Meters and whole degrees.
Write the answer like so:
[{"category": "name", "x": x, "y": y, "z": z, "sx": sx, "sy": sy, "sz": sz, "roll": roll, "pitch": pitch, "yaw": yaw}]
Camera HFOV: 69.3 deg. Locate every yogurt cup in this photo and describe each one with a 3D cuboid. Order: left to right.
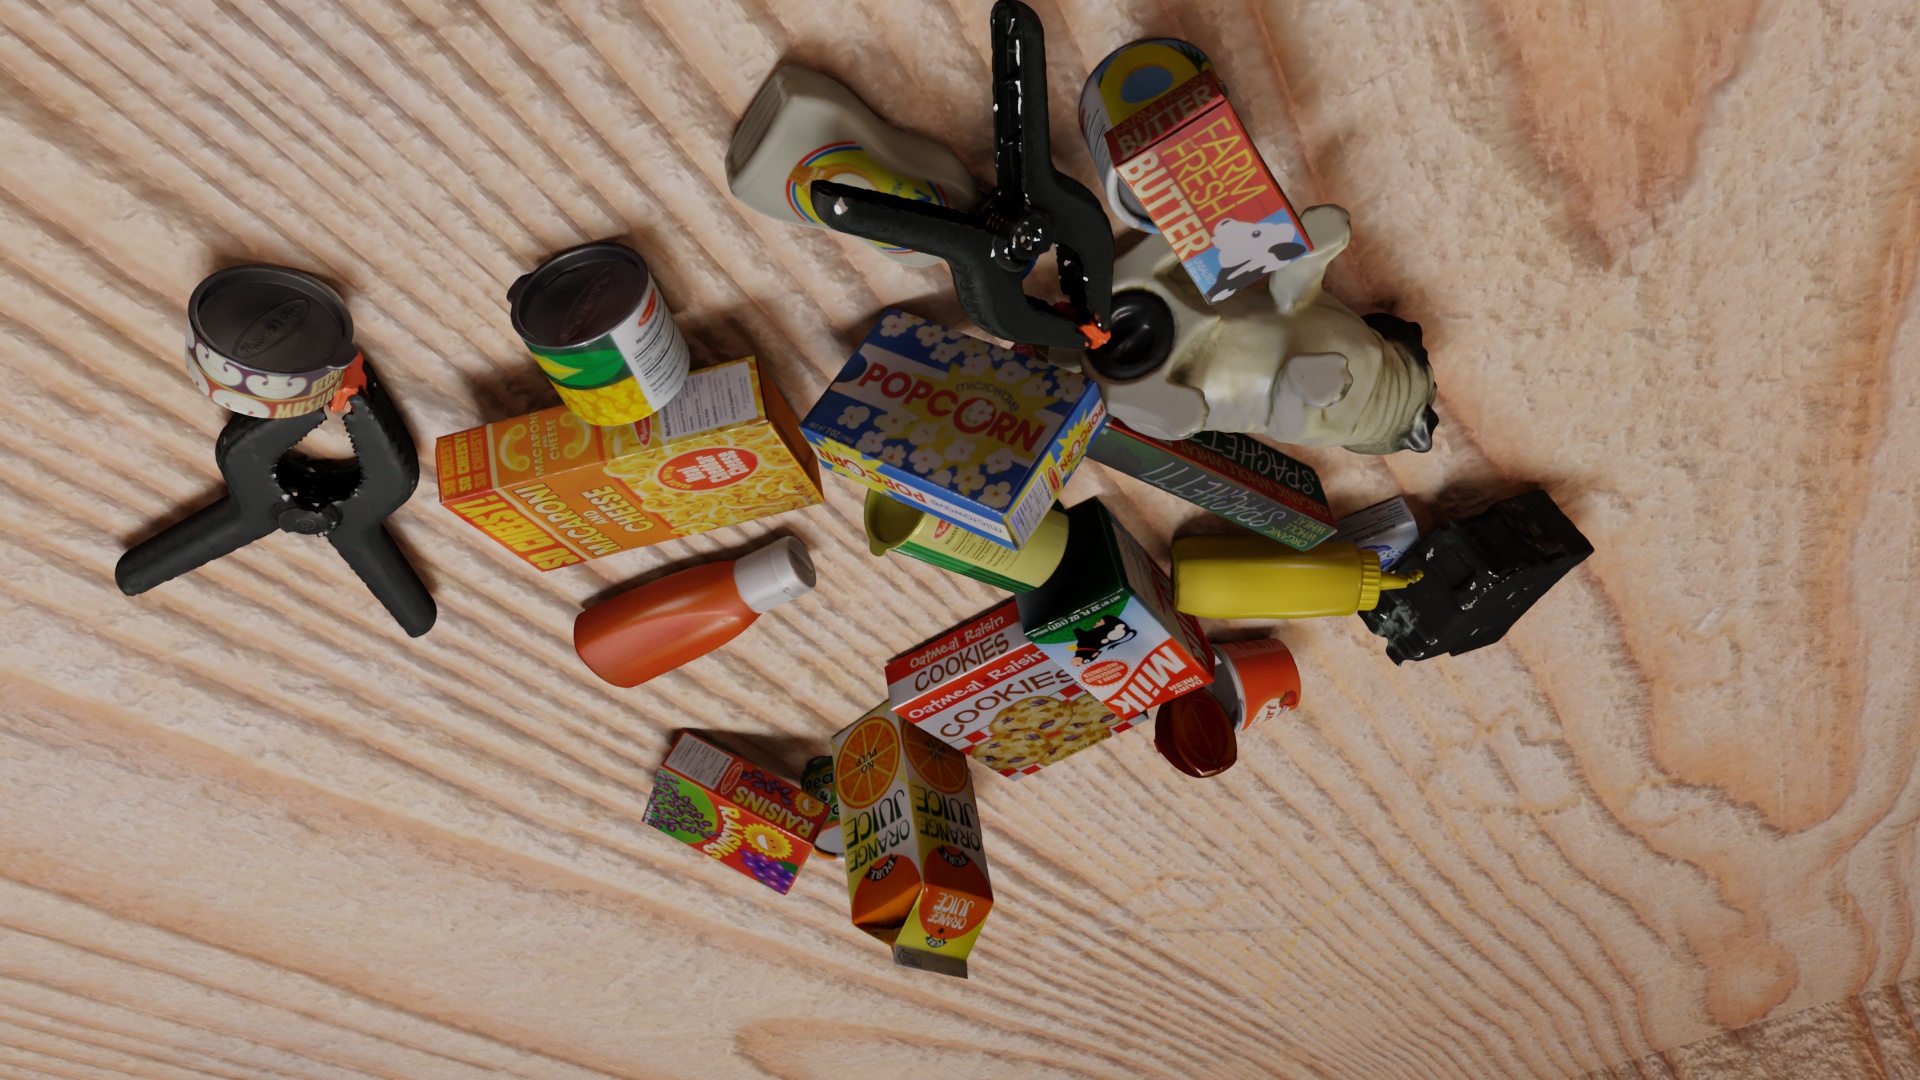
[{"category": "yogurt cup", "x": 0.214, "y": 0.104, "z": 1.024, "sx": 0.054, "sy": 0.073, "sz": 0.072, "roll": -12, "pitch": 144, "yaw": -13}]

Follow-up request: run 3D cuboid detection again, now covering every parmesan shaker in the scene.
[{"category": "parmesan shaker", "x": 0.003, "y": -0.010, "z": 0.811, "sx": 0.103, "sy": 0.071, "sz": 0.071, "roll": 21, "pitch": 132, "yaw": -36}]

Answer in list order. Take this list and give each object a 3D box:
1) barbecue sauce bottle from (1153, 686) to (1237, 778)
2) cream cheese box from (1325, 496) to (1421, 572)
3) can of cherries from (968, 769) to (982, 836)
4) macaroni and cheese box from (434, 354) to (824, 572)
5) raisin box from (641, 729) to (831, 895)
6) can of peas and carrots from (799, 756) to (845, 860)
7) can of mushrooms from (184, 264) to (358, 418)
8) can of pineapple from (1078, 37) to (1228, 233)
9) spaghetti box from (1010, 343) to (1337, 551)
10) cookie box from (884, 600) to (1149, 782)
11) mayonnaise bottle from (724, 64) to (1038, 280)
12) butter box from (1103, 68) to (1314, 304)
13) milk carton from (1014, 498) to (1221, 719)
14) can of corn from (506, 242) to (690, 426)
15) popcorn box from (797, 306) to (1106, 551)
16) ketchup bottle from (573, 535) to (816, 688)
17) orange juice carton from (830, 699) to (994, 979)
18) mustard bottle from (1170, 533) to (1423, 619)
[{"category": "barbecue sauce bottle", "x": 0.170, "y": 0.145, "z": 1.034, "sx": 0.044, "sy": 0.065, "sz": 0.148, "roll": -22, "pitch": 170, "yaw": -2}, {"category": "cream cheese box", "x": 0.259, "y": 0.010, "z": 0.945, "sx": 0.104, "sy": 0.024, "sz": 0.053, "roll": -22, "pitch": 140, "yaw": 13}, {"category": "can of cherries", "x": -0.018, "y": 0.220, "z": 1.112, "sx": 0.071, "sy": 0.058, "sz": 0.071, "roll": -7, "pitch": 142, "yaw": -6}, {"category": "macaroni and cheese box", "x": -0.167, "y": -0.036, "z": 0.729, "sx": 0.166, "sy": 0.040, "sz": 0.123, "roll": -14, "pitch": 161, "yaw": 3}, {"category": "raisin box", "x": -0.165, "y": 0.201, "z": 1.018, "sx": 0.123, "sy": 0.040, "sz": 0.085, "roll": 28, "pitch": 135, "yaw": 1}, {"category": "can of peas and carrots", "x": -0.090, "y": 0.206, "z": 1.075, "sx": 0.071, "sy": 0.059, "sz": 0.070, "roll": -8, "pitch": 143, "yaw": -6}, {"category": "can of mushrooms", "x": -0.309, "y": -0.088, "z": 0.625, "sx": 0.071, "sy": 0.071, "sz": 0.033, "roll": 10, "pitch": 138, "yaw": -27}, {"category": "can of pineapple", "x": 0.093, "y": -0.181, "z": 0.623, "sx": 0.071, "sy": 0.058, "sz": 0.070, "roll": -8, "pitch": 142, "yaw": -6}, {"category": "spaghetti box", "x": 0.128, "y": -0.052, "z": 0.807, "sx": 0.250, "sy": 0.050, "sz": 0.028, "roll": 20, "pitch": 135, "yaw": -35}, {"category": "cookie box", "x": 0.043, "y": 0.110, "z": 1.003, "sx": 0.122, "sy": 0.040, "sz": 0.167, "roll": -29, "pitch": 141, "yaw": 20}, {"category": "mayonnaise bottle", "x": -0.029, "y": -0.158, "z": 0.633, "sx": 0.148, "sy": 0.041, "sz": 0.064, "roll": 17, "pitch": 129, "yaw": -33}, {"category": "butter box", "x": 0.108, "y": -0.149, "z": 0.598, "sx": 0.053, "sy": 0.024, "sz": 0.103, "roll": -28, "pitch": 140, "yaw": 20}, {"category": "milk carton", "x": 0.108, "y": 0.058, "z": 0.925, "sx": 0.072, "sy": 0.074, "sz": 0.190, "roll": -27, "pitch": 141, "yaw": 19}, {"category": "can of corn", "x": -0.170, "y": -0.097, "z": 0.656, "sx": 0.071, "sy": 0.071, "sz": 0.058, "roll": -15, "pitch": 143, "yaw": 3}, {"category": "popcorn box", "x": -0.003, "y": -0.057, "z": 0.685, "sx": 0.127, "sy": 0.085, "sz": 0.038, "roll": 24, "pitch": 158, "yaw": 28}, {"category": "ketchup bottle", "x": -0.161, "y": 0.043, "z": 0.856, "sx": 0.148, "sy": 0.044, "sz": 0.064, "roll": -24, "pitch": 142, "yaw": 15}, {"category": "orange juice carton", "x": -0.034, "y": 0.217, "z": 0.992, "sx": 0.072, "sy": 0.193, "sz": 0.072, "roll": -37, "pitch": 135, "yaw": 28}, {"category": "mustard bottle", "x": 0.217, "y": 0.025, "z": 0.895, "sx": 0.160, "sy": 0.065, "sz": 0.048, "roll": 2, "pitch": 108, "yaw": 5}]
